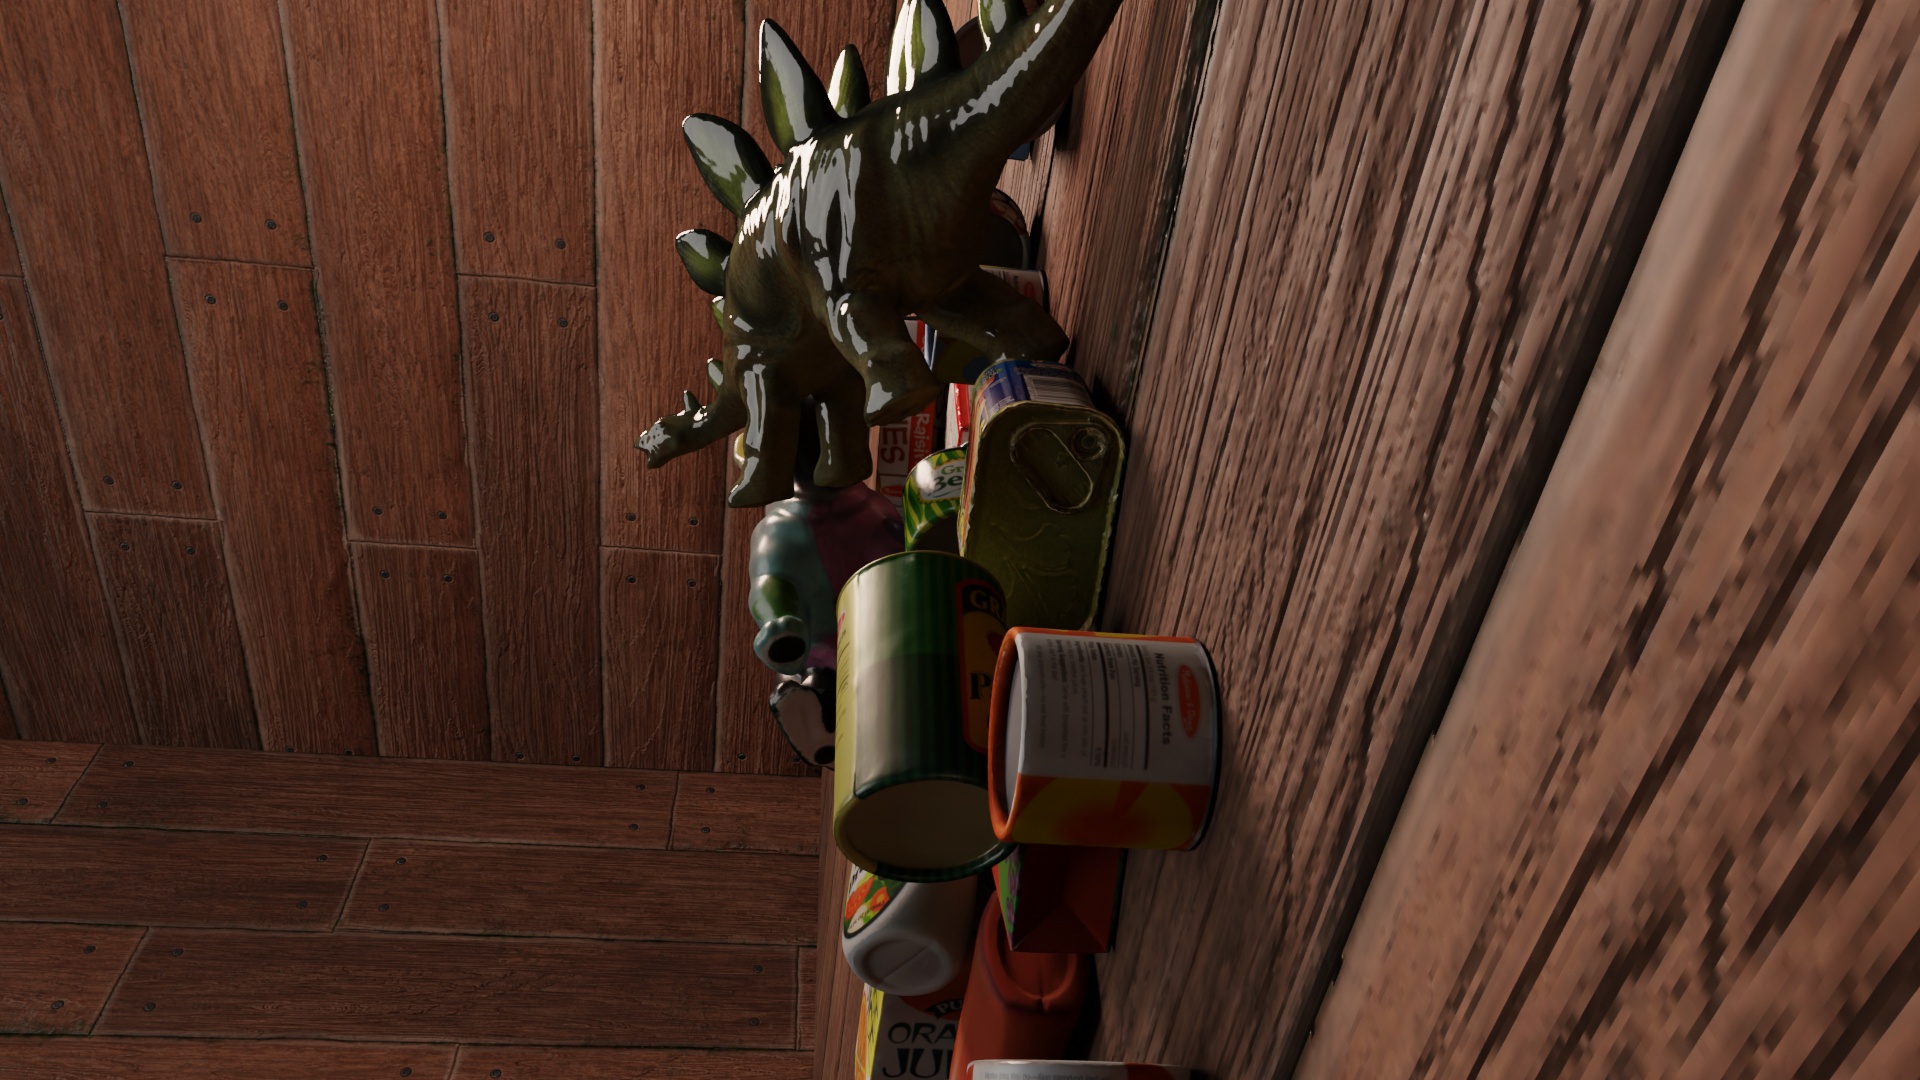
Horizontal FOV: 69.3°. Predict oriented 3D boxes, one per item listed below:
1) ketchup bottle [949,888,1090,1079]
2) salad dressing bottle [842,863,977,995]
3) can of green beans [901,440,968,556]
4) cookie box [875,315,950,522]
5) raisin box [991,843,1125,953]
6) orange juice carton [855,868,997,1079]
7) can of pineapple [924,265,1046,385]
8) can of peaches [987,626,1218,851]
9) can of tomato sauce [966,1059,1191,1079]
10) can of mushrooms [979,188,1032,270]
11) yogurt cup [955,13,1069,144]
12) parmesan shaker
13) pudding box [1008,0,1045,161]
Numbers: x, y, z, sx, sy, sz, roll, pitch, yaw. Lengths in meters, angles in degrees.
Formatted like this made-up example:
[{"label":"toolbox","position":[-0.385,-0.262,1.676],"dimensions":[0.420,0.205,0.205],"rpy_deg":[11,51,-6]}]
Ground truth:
[{"label":"ketchup bottle","position":[0.019,0.211,0.574],"dimensions":[0.065,0.043,0.148],"rpy_deg":[-93,10,-52]},{"label":"salad dressing bottle","position":[-0.019,0.122,0.604],"dimensions":[0.064,0.044,0.148],"rpy_deg":[-45,24,29]},{"label":"can of green beans","position":[0.002,-0.007,0.742],"dimensions":[0.058,0.071,0.071],"rpy_deg":[-97,13,-54]},{"label":"cookie box","position":[-0.024,-0.066,0.970],"dimensions":[0.123,0.040,0.167],"rpy_deg":[-6,-80,-79]},{"label":"raisin box","position":[0.033,0.093,0.547],"dimensions":[0.124,0.040,0.086],"rpy_deg":[-109,23,-74]},{"label":"orange juice carton","position":[-0.006,0.211,0.657],"dimensions":[0.072,0.073,0.191],"rpy_deg":[-97,14,-58]},{"label":"can of pineapple","position":[0.012,-0.116,0.759],"dimensions":[0.071,0.058,0.071],"rpy_deg":[-173,87,-83]},{"label":"can of peaches","position":[0.041,0.062,0.427],"dimensions":[0.071,0.058,0.071],"rpy_deg":[-173,87,-82]},{"label":"can of tomato sauce","position":[0.034,0.190,0.387],"dimensions":[0.071,0.071,0.083],"rpy_deg":[111,163,-66]},{"label":"can of mushrooms","position":[0.005,-0.168,0.794],"dimensions":[0.033,0.071,0.070],"rpy_deg":[-100,15,-56]},{"label":"yogurt cup","position":[0.023,-0.237,0.727],"dimensions":[0.054,0.072,0.072],"rpy_deg":[-79,-6,-82]},{"label":"parmesan shaker","position":[-0.012,0.064,0.504],"dimensions":[0.103,0.071,0.071],"rpy_deg":[-95,11,-46]},{"label":"pudding box","position":[0.030,-0.272,0.813],"dimensions":[0.050,0.030,0.083],"rpy_deg":[-93,10,-50]}]
